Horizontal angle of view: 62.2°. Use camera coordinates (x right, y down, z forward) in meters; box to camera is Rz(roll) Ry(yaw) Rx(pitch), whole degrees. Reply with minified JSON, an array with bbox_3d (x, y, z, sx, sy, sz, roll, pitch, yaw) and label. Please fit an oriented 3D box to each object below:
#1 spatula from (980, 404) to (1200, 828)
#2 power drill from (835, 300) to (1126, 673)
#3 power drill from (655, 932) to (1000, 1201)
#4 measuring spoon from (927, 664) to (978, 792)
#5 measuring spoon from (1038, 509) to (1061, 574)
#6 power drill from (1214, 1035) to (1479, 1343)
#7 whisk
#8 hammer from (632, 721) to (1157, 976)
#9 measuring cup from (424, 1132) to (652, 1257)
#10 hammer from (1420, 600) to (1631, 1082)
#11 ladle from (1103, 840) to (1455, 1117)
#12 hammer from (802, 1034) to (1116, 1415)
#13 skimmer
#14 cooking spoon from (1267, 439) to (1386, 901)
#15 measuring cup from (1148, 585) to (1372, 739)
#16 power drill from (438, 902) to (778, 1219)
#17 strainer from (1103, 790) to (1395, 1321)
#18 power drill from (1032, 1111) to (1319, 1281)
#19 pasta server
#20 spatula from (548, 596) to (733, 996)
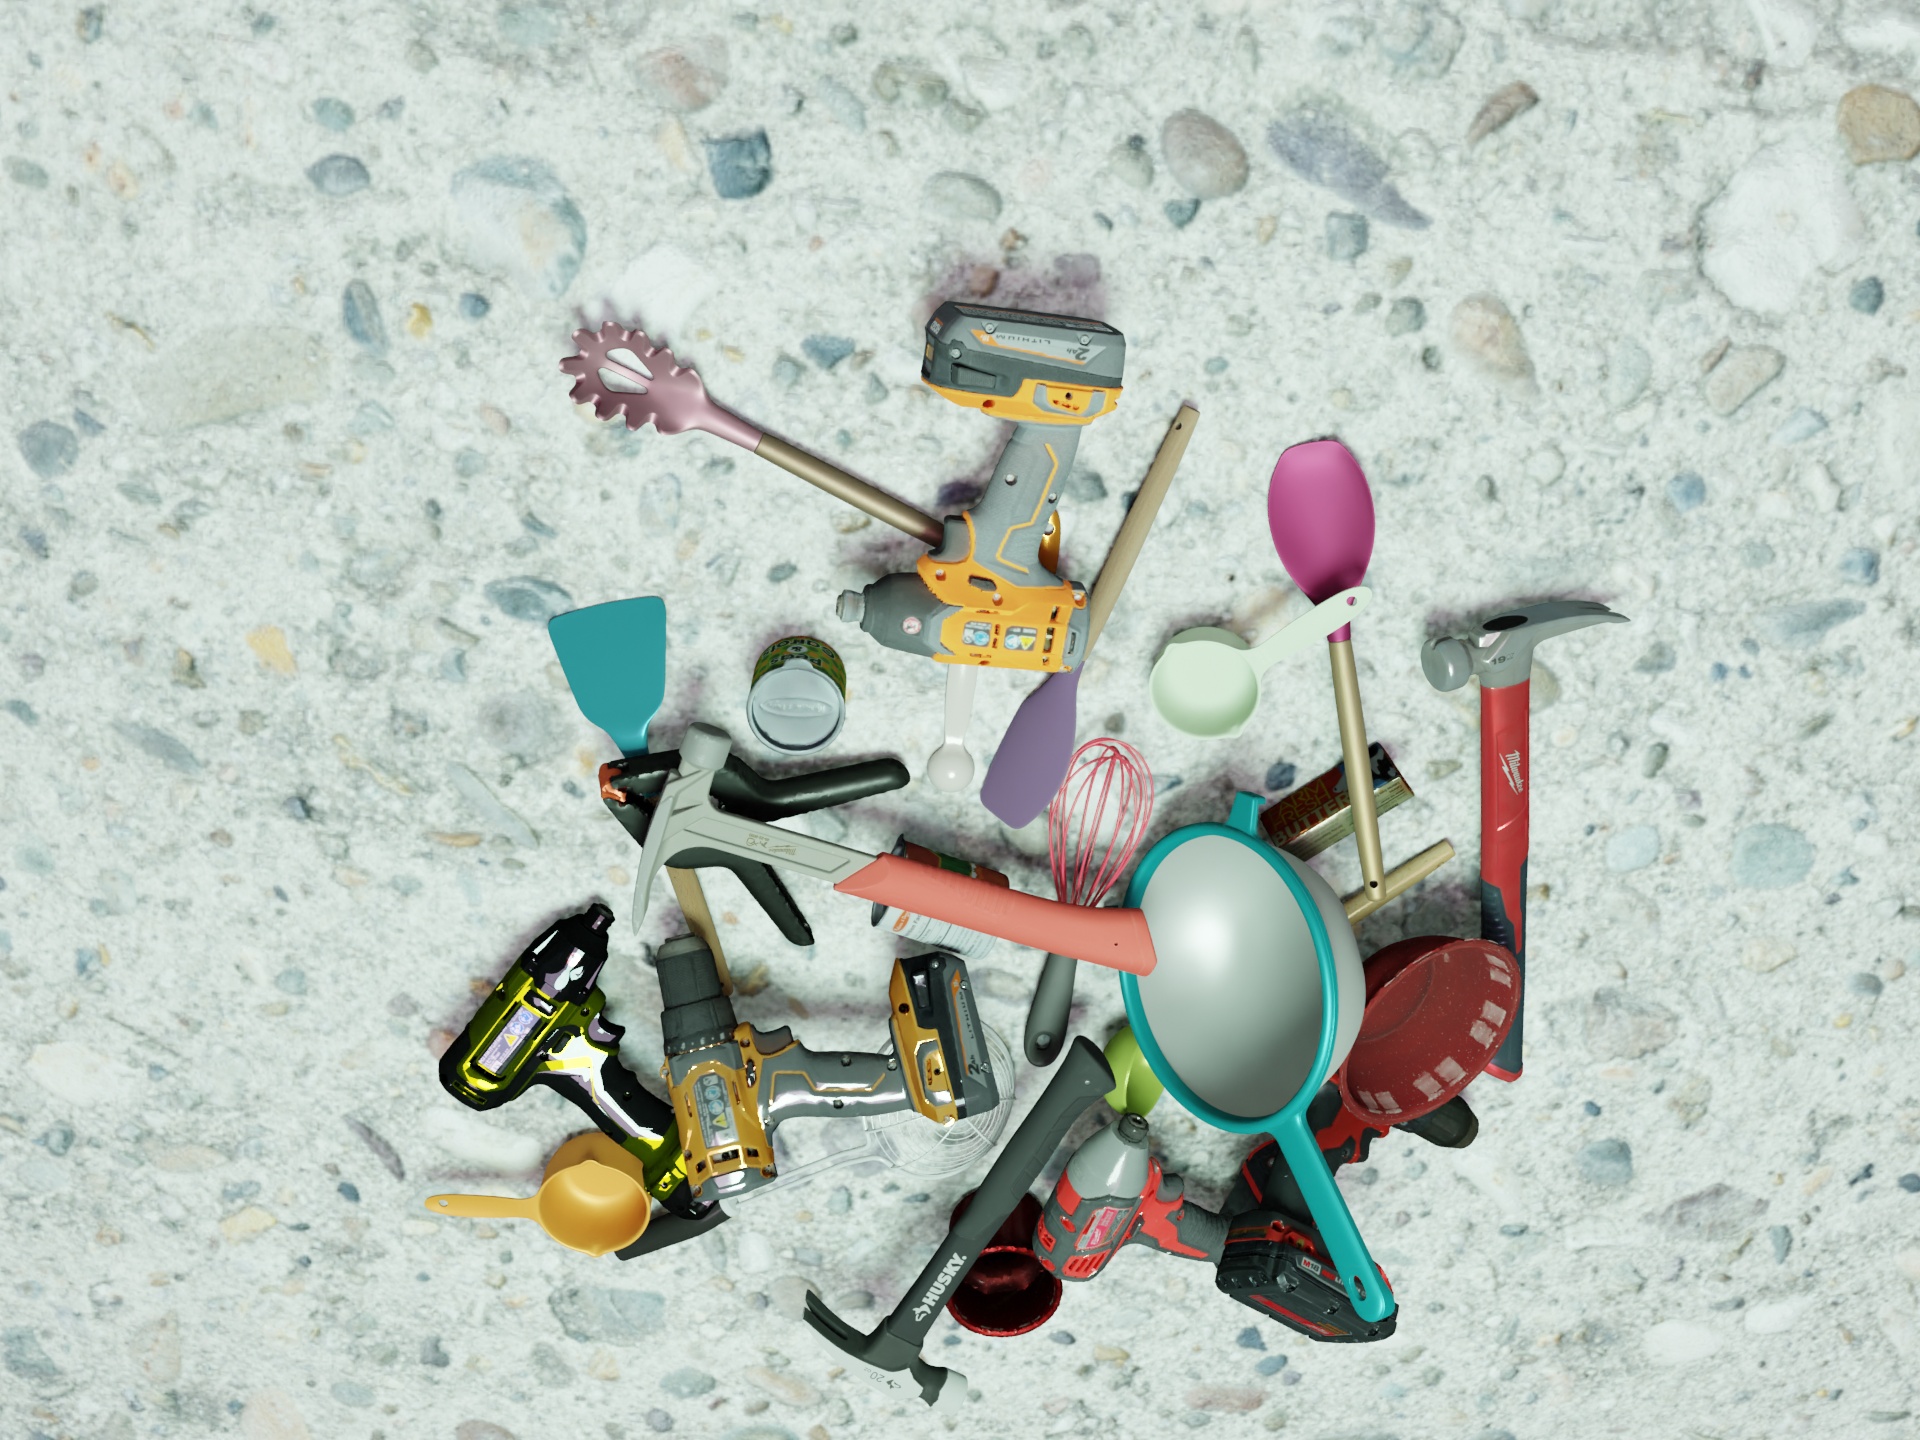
[{"bbox_3d":[0.091,-0.065,1.082,0.018,0.060,0.316,-1,120,-52],"label":"spatula"},{"bbox_3d":[0.012,-0.142,1.005,0.164,0.084,0.226,4,112,-12],"label":"power drill"},{"bbox_3d":[-0.102,0.224,1.132,0.226,0.084,0.185,-14,81,-6],"label":"power drill"},{"bbox_3d":[-0.002,-0.004,1.113,0.034,0.018,0.124,5,113,-4],"label":"measuring spoon"},{"bbox_3d":[0.053,-0.088,1.081,0.021,0.011,0.116,5,114,-5],"label":"measuring spoon"},{"bbox_3d":[0.295,0.341,1.186,0.187,0.227,0.080,31,148,-15],"label":"power drill"},{"bbox_3d":[0.084,0.141,1.162,0.073,0.073,0.295,7,120,-6],"label":"whisk"},{"bbox_3d":[-0.037,0.121,1.086,0.359,0.037,0.149,18,103,-11],"label":"hammer"},{"bbox_3d":[-0.326,0.365,1.246,0.173,0.052,0.095,2,114,-1],"label":"measuring cup"},{"bbox_3d":[0.411,0.099,1.161,0.143,0.038,0.386,-15,117,-11],"label":"hammer"},{"bbox_3d":[0.238,0.193,1.192,0.320,0.062,0.078,-35,146,9],"label":"ladle"},{"bbox_3d":[0.011,0.369,1.185,0.146,0.035,0.334,29,107,-9],"label":"hammer"},{"bbox_3d":[-0.125,0.343,1.256,0.363,0.090,0.127,-27,107,20],"label":"skimmer"},{"bbox_3d":[0.260,-0.030,1.078,0.069,0.017,0.319,-8,100,14],"label":"cooking spoon"},{"bbox_3d":[0.204,-0.050,1.074,0.167,0.038,0.083,-33,106,25],"label":"measuring cup"},{"bbox_3d":[-0.246,0.253,1.181,0.223,0.080,0.171,37,94,-14],"label":"power drill"},{"bbox_3d":[0.232,0.226,1.078,0.095,0.341,0.211,-5,150,-35],"label":"strainer"},{"bbox_3d":[0.175,0.370,1.227,0.219,0.079,0.143,13,114,-23],"label":"power drill"},{"bbox_3d":[-0.106,-0.166,1.027,0.316,0.040,0.060,26,102,-14],"label":"pasta server"},{"bbox_3d":[-0.209,0.067,1.135,0.082,0.044,0.317,-12,119,2],"label":"spatula"}]
